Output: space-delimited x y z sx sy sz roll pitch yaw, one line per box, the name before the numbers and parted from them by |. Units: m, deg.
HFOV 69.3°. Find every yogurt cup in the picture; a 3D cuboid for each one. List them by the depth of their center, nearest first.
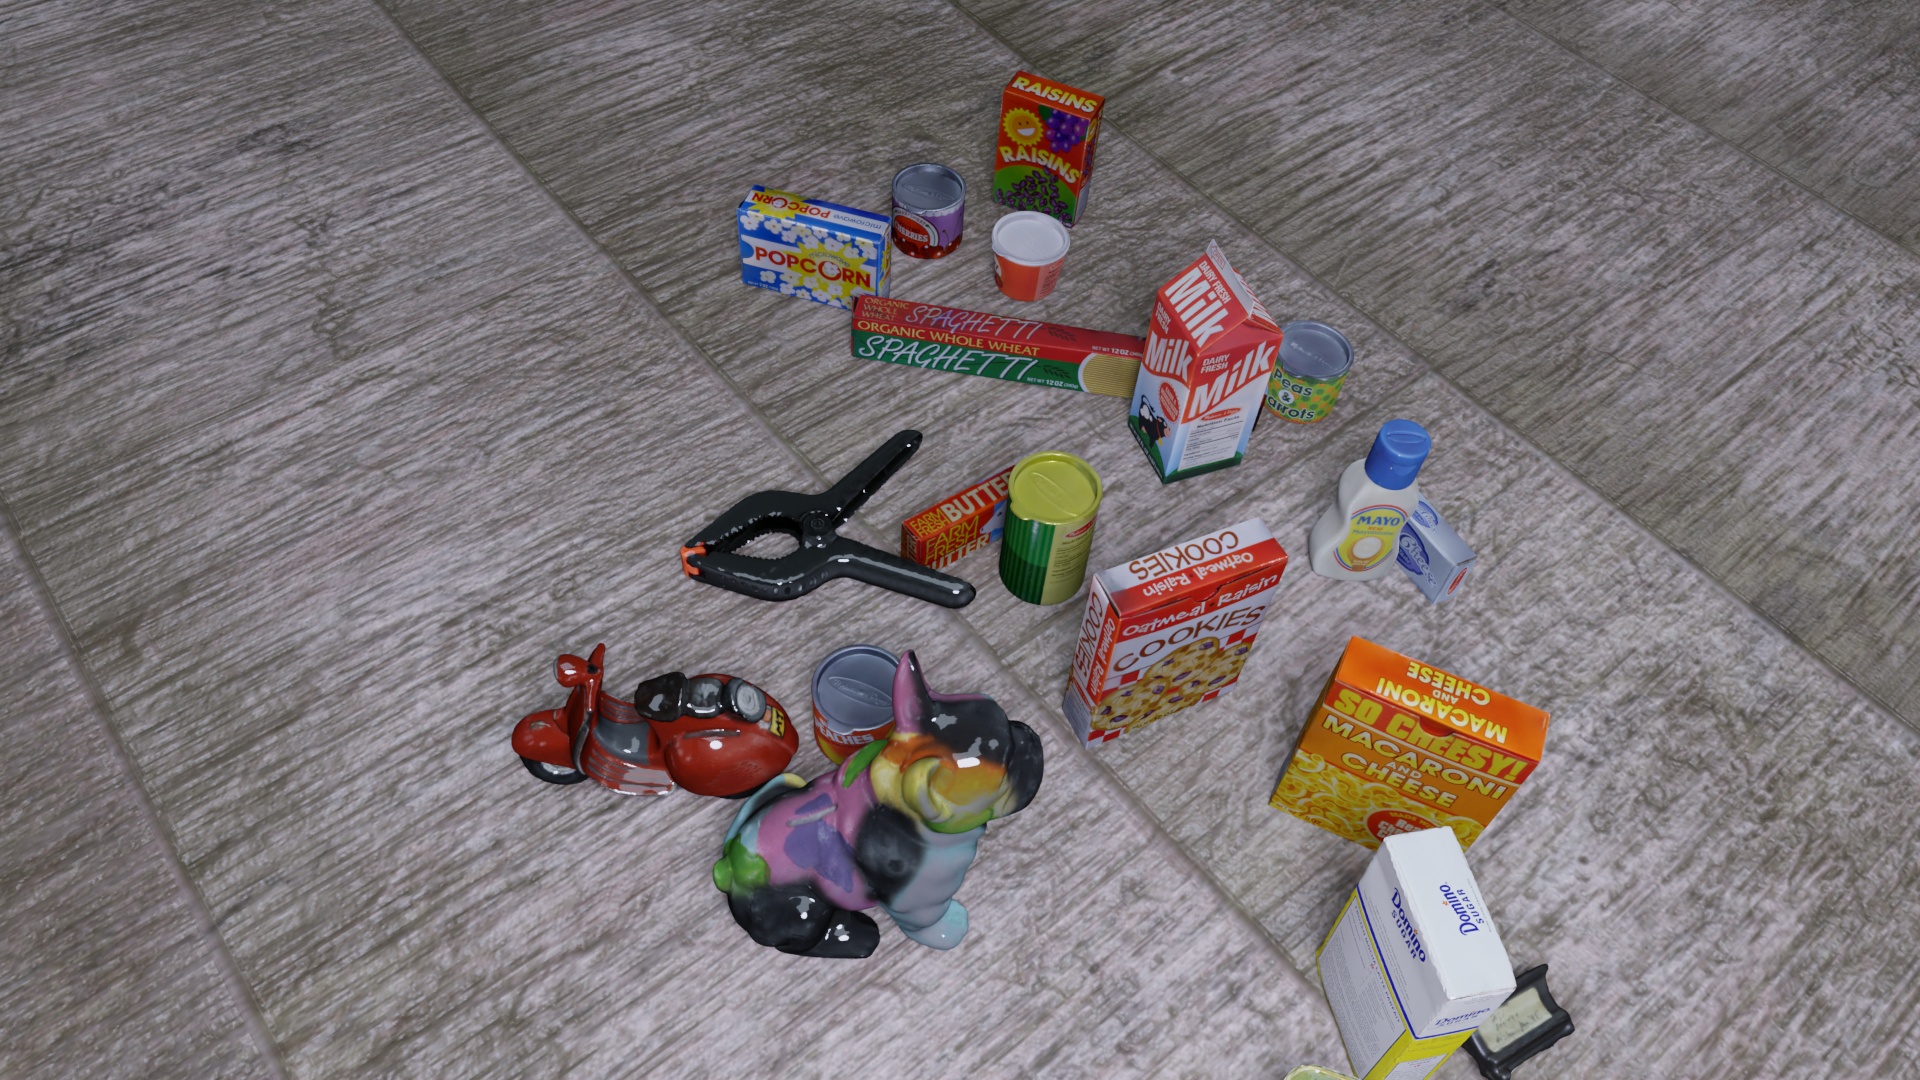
yogurt cup | 0.060 -0.248 1.220 0.072 0.053 0.073 2 53 -3

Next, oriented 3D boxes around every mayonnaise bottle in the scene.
mayonnaise bottle | 0.302 -0.027 1.015 0.065 0.147 0.041 3 53 -2

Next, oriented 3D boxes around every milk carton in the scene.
milk carton | 0.187 -0.135 1.061 0.073 0.189 0.072 -15 56 -15

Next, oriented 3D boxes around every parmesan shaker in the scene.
parmesan shaker | 0.061 -0.006 1.008 0.071 0.102 0.071 2 53 -3

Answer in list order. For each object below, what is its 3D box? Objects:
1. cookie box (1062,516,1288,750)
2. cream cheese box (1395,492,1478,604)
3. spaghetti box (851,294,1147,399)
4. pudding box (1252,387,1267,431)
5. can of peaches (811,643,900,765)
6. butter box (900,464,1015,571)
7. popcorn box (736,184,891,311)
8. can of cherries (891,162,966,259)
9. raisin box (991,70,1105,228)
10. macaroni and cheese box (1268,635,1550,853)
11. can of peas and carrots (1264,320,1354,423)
cookie box | 0.139 0.065 0.921 0.123 0.166 0.040 -19 57 -17
cream cheese box | 0.345 -0.006 1.061 0.024 0.053 0.104 -21 58 -19
spaghetti box | 0.031 -0.161 1.155 0.250 0.050 0.029 9 53 2
pudding box | 0.236 -0.138 1.154 0.030 0.049 0.084 8 53 2
can of peaches | -0.068 0.114 0.935 0.071 0.057 0.071 2 53 -3
butter box | 0.004 -0.013 1.040 0.104 0.052 0.024 -28 60 -23
popcorn box | -0.123 -0.247 1.186 0.127 0.084 0.038 15 54 7
can of cherries | -0.031 -0.294 1.245 0.071 0.058 0.072 2 53 -3
raisin box | 0.078 -0.353 1.258 0.086 0.122 0.040 23 55 12
macaroni and cheese box | 0.277 0.141 0.875 0.124 0.165 0.040 22 55 12
can of peas and carrots | 0.285 -0.138 1.152 0.071 0.058 0.071 2 53 -3
